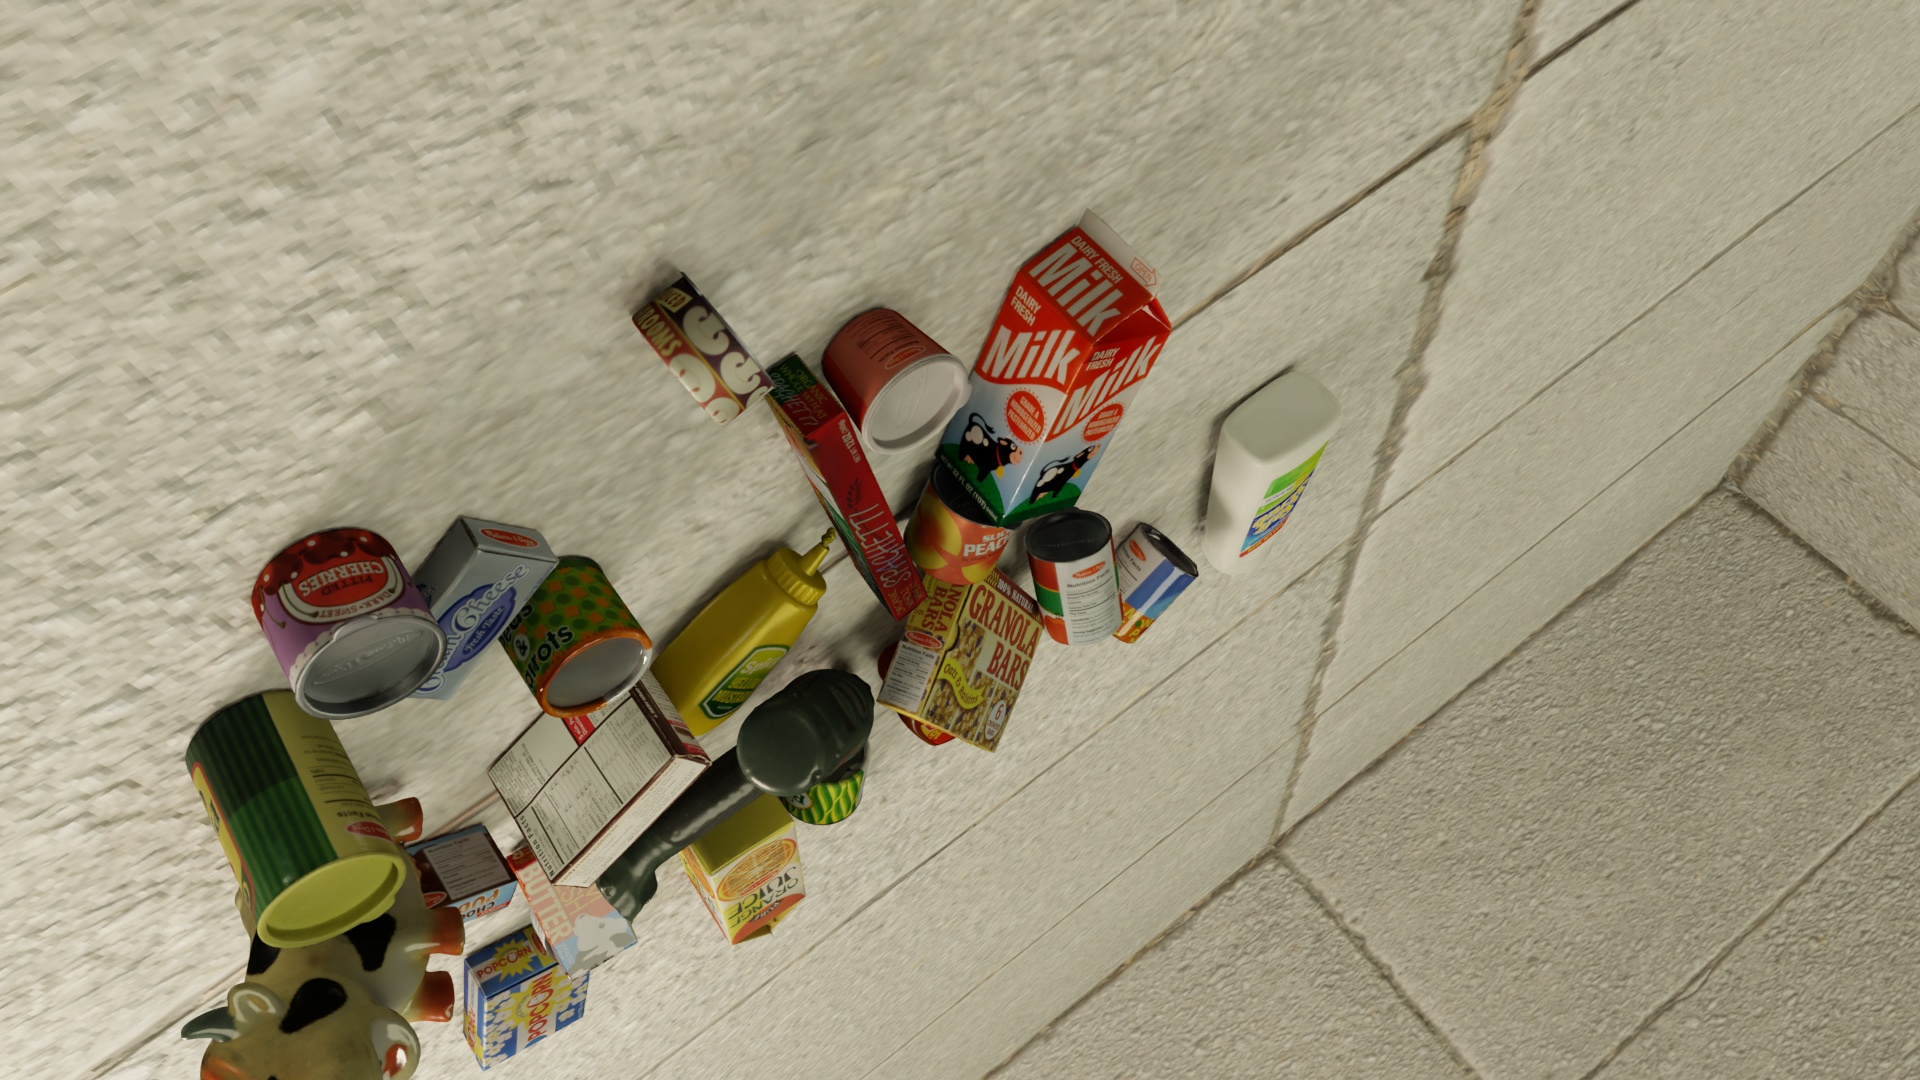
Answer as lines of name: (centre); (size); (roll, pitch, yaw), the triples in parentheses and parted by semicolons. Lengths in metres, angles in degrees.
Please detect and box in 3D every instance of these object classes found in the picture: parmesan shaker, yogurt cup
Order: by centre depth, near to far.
parmesan shaker: (-0.316, 0.132, 0.662); (0.071, 0.103, 0.071); (-31, 152, -19)
yogurt cup: (-0.038, -0.089, 0.754); (0.072, 0.054, 0.072); (-32, 152, -19)

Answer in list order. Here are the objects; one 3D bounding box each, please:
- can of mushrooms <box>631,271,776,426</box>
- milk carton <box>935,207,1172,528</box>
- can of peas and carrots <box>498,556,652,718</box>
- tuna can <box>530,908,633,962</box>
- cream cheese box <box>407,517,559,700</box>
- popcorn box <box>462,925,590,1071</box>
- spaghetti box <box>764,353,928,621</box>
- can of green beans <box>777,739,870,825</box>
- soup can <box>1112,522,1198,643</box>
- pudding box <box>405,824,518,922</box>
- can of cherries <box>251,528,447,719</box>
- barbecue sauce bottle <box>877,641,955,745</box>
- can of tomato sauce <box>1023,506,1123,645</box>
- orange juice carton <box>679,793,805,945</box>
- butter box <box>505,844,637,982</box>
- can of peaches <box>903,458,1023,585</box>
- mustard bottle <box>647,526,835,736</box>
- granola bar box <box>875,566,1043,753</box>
can of mushrooms: (-0.118, -0.088, 0.635); (0.033, 0.071, 0.071); (-39, 154, -3)
milk carton: (0.061, -0.103, 0.844); (0.074, 0.072, 0.189); (-16, 144, -40)
can of peas and carrots: (-0.208, 0.052, 0.736); (0.071, 0.059, 0.070); (-32, 152, -19)
tuna can: (-0.267, 0.264, 0.988); (0.071, 0.033, 0.070); (-19, 124, -30)
cream cheese box: (-0.252, 0.036, 0.691); (0.103, 0.024, 0.053); (-48, 153, 14)
popcorn box: (-0.325, 0.336, 1.040); (0.085, 0.038, 0.126); (-22, 148, -35)
spaghetti box: (-0.064, -0.022, 0.826); (0.029, 0.050, 0.249); (-36, 154, -8)
can of green beans: (-0.104, 0.173, 1.056); (0.071, 0.071, 0.057); (-25, 149, -30)
soup can: (0.154, 0.038, 1.192); (0.083, 0.071, 0.071); (-49, 153, 17)
pudding box: (-0.318, 0.209, 0.839); (0.084, 0.050, 0.030); (-13, 141, -45)
can of cherries: (-0.274, 0.035, 0.622); (0.072, 0.058, 0.071); (-31, 152, -18)
barbecue sauce bottle: (-0.027, 0.118, 1.100); (0.065, 0.044, 0.148); (-41, 154, -3)
can of tomato sauce: (0.087, 0.027, 1.060); (0.071, 0.071, 0.082); (-29, 128, -22)
orange juice carton: (-0.170, 0.248, 1.075); (0.073, 0.072, 0.191); (-30, 152, -21)
butter box: (-0.263, 0.243, 0.942); (0.053, 0.024, 0.103); (-29, 119, -23)
can of peaches: (0.003, -0.011, 0.910); (0.071, 0.071, 0.057); (-16, 146, -41)
mustard bottle: (-0.129, 0.053, 0.854); (0.160, 0.049, 0.065); (-47, 158, 13)
granola bar box: (0.007, 0.084, 1.040); (0.124, 0.039, 0.165); (-69, 155, -9)
